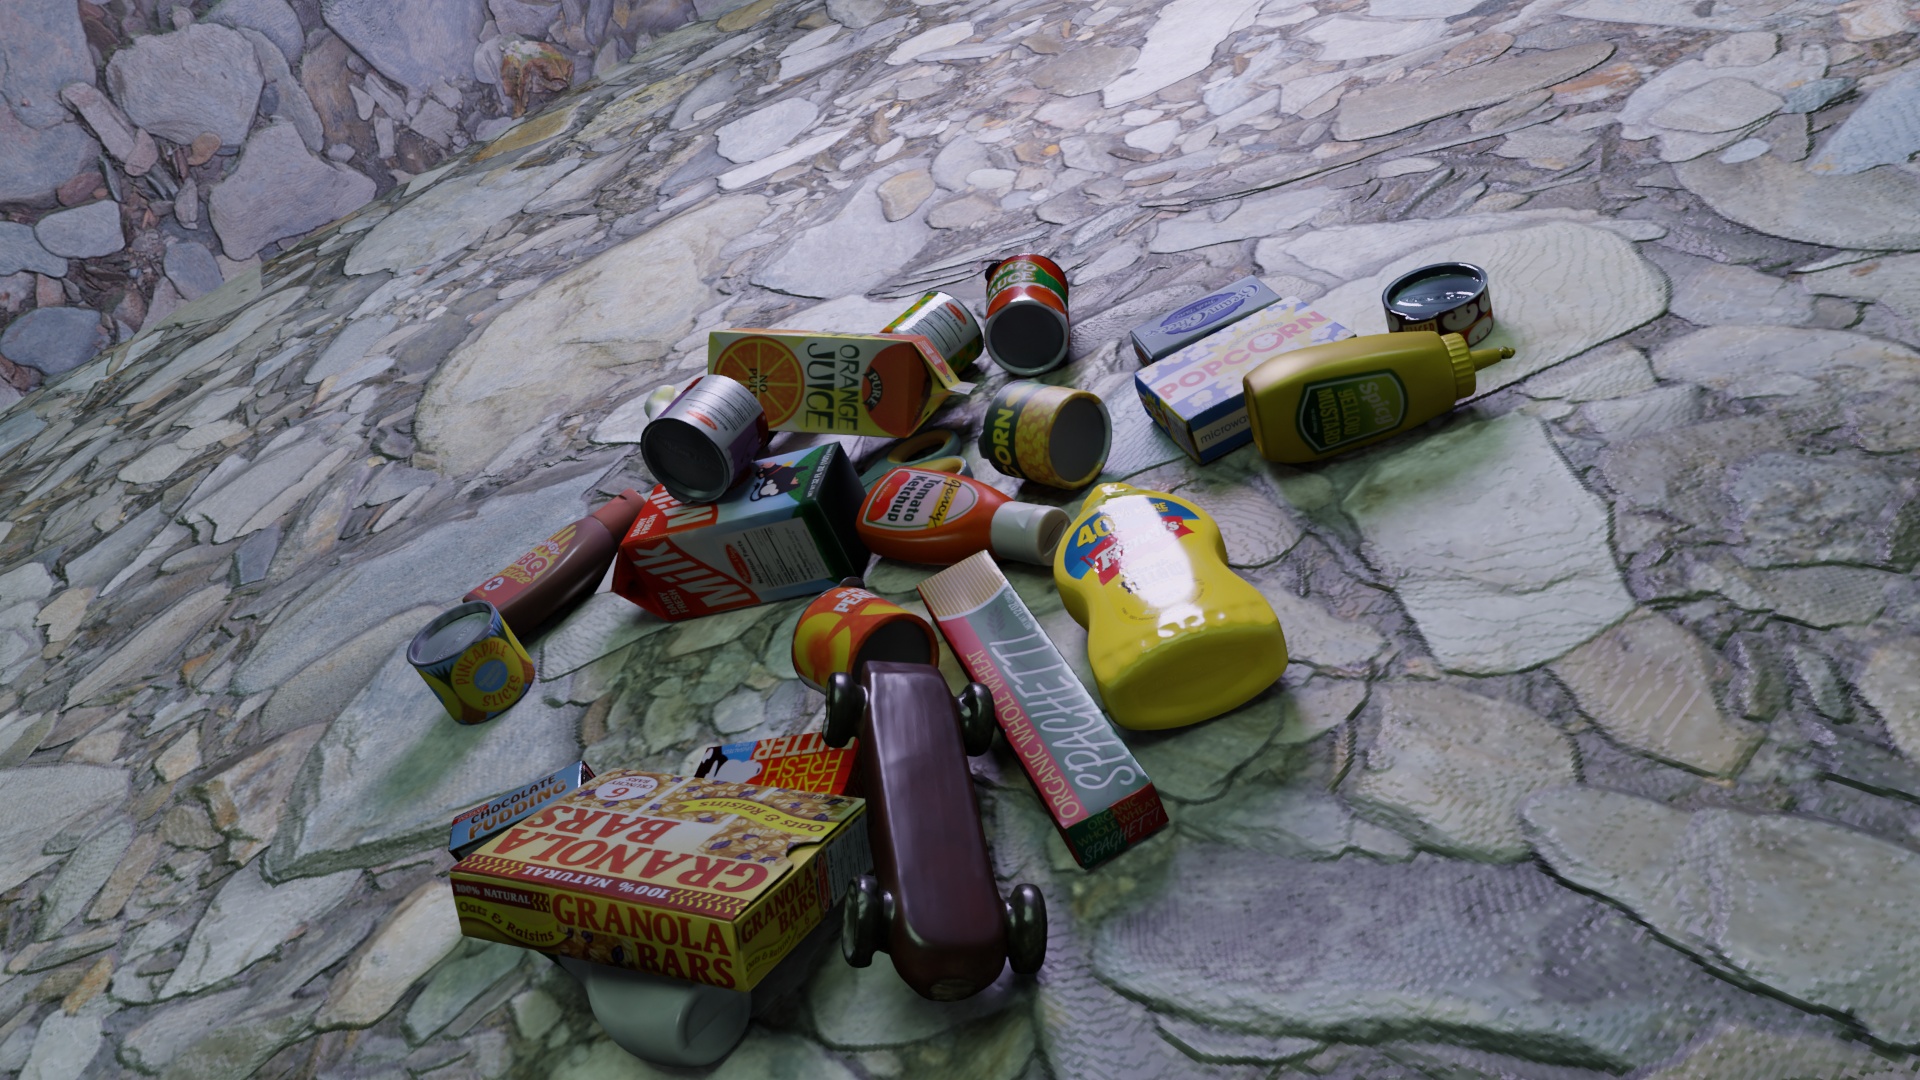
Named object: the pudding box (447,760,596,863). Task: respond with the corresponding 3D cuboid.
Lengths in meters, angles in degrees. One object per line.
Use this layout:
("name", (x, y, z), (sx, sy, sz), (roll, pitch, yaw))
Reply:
("pudding box", (-0.238, 0.165, 0.785), (0.084, 0.049, 0.030), (-24, 33, 1))

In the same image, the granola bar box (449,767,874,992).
("granola bar box", (-0.142, 0.159, 0.681), (0.165, 0.039, 0.125), (2, 16, 25))

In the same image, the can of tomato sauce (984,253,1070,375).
("can of tomato sauce", (0.051, -0.177, 1.080), (0.071, 0.071, 0.083), (-16, 33, 14))

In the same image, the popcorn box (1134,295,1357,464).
("popcorn box", (0.189, -0.107, 0.915), (0.127, 0.038, 0.085), (-27, 31, -4))

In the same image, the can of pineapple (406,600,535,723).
("can of pineapple", (-0.336, 0.084, 0.960), (0.071, 0.057, 0.071), (-17, 33, 12))

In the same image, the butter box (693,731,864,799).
("butter box", (-0.100, 0.134, 0.763), (0.103, 0.024, 0.053), (-11, 35, 21))

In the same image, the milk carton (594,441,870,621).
("milk carton", (-0.161, -0.001, 0.956), (0.190, 0.073, 0.073), (-12, 33, 19))

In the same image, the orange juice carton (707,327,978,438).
("orange juice carton", (-0.085, -0.117, 1.033), (0.193, 0.073, 0.072), (4, 11, 7))

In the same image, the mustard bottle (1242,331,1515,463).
("mustard bottle", (0.253, -0.094, 0.832), (0.160, 0.065, 0.049), (-15, 28, 7))

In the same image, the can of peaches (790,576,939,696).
("can of peaches", (-0.054, 0.063, 0.795), (0.071, 0.071, 0.058), (-40, 36, -23))

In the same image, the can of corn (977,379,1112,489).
("can of corn", (0.056, -0.069, 0.919), (0.058, 0.071, 0.071), (16, 49, 46))

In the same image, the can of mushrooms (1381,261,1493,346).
("can of mushrooms", (0.310, -0.149, 0.903), (0.071, 0.033, 0.071), (-16, 33, 11))

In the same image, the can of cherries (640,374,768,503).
("can of cherries", (-0.171, -0.067, 0.929), (0.071, 0.071, 0.059), (-4, 35, 29))

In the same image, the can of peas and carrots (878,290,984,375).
("can of peas and carrots", (-0.025, -0.154, 1.102), (0.071, 0.070, 0.059), (16, 50, 46))

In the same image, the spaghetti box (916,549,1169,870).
("spaghetti box", (0.036, 0.080, 0.749), (0.050, 0.028, 0.251), (-28, 32, -4))

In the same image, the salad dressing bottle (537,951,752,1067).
("salad dressing bottle", (-0.163, 0.207, 0.680), (0.147, 0.043, 0.064), (11, 42, 44))

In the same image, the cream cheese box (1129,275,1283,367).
("cream cheese box", (0.179, -0.155, 1.005), (0.104, 0.024, 0.053), (-24, 32, 0))

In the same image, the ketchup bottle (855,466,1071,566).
("ketchup bottle", (0.003, -0.011, 0.891), (0.149, 0.043, 0.065), (10, 56, 41))

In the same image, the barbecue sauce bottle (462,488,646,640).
("barbecue sauce bottle", (-0.297, 0.018, 1.047), (0.149, 0.043, 0.065), (-40, 34, -25))

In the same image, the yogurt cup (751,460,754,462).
("yogurt cup", (-0.189, -0.045, 1.050), (0.054, 0.072, 0.073), (-26, 31, 12))
